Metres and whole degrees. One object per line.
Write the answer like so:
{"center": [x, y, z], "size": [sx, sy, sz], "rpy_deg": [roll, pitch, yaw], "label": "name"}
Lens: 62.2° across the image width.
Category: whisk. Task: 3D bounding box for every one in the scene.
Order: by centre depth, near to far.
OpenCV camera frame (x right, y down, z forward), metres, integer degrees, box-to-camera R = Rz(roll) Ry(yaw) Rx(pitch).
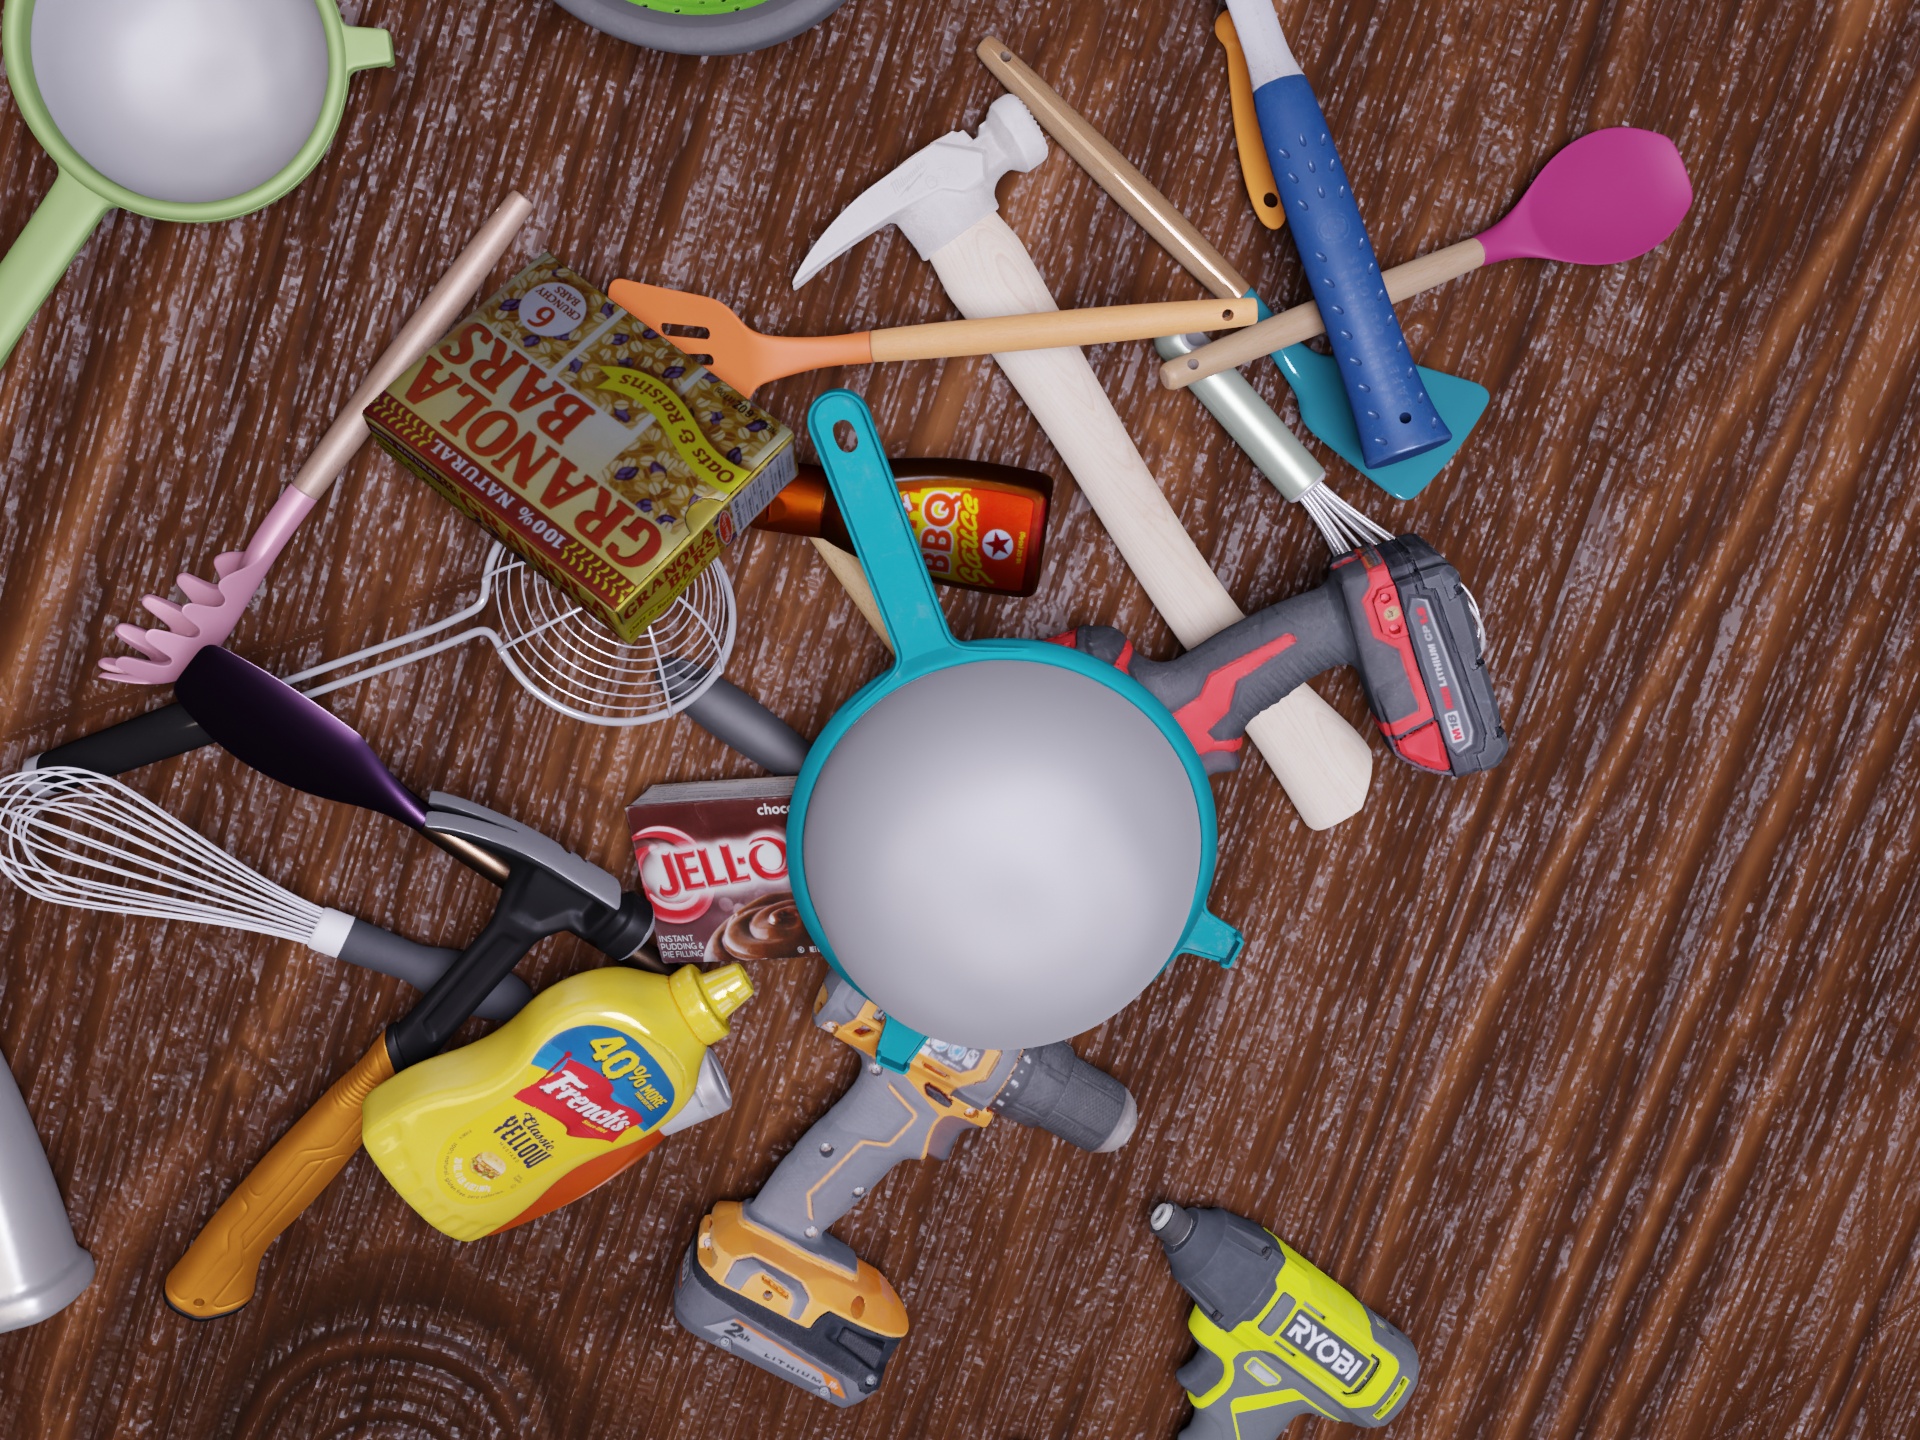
{"center": [-0.351, 0.095, 0.809], "size": [0.284, 0.070, 0.070], "rpy_deg": [25, 95, -19], "label": "whisk"}
{"center": [0.188, -0.117, 0.838], "size": [0.246, 0.059, 0.058], "rpy_deg": [47, 55, -5], "label": "whisk"}
{"center": [-0.059, 0.037, 0.839], "size": [0.239, 0.055, 0.055], "rpy_deg": [34, 94, -3], "label": "whisk"}

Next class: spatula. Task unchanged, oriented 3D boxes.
{"center": [-0.018, -0.188, 0.781], "size": [0.322, 0.041, 0.081], "rpy_deg": [-4, 111, 5], "label": "spatula"}
{"center": [-0.251, 0.066, 0.809], "size": [0.315, 0.018, 0.059], "rpy_deg": [37, 121, -20], "label": "spatula"}
{"center": [0.131, -0.240, 0.816], "size": [0.317, 0.044, 0.082], "rpy_deg": [42, 75, -7], "label": "spatula"}

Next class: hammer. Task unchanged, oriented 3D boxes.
{"center": [0.146, -0.318, 0.775], "size": [0.144, 0.035, 0.405], "rpy_deg": [-18, 87, -1], "label": "hammer"}
{"center": [-0.309, 0.185, 0.814], "size": [0.127, 0.034, 0.337], "rpy_deg": [36, 103, -27], "label": "hammer"}
{"center": [0.081, -0.109, 0.833], "size": [0.146, 0.038, 0.410], "rpy_deg": [-34, 99, 2], "label": "hammer"}

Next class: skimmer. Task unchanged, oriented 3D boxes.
{"center": [-0.297, -0.020, 0.817], "size": [0.363, 0.090, 0.127], "rpy_deg": [-18, 79, 9], "label": "skimmer"}

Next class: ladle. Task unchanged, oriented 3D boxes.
{"center": [-0.001, -0.003, 0.837], "size": [0.031, 0.069, 0.315], "rpy_deg": [-35, 93, 29], "label": "ladle"}

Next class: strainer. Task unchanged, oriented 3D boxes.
{"center": [0.000, 0.017, 0.721], "size": [0.211, 0.095, 0.340], "rpy_deg": [-19, 108, 5], "label": "strainer"}
{"center": [-0.393, -0.268, 0.760], "size": [0.151, 0.069, 0.256], "rpy_deg": [36, 94, -10], "label": "strainer"}

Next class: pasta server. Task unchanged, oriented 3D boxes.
{"center": [-0.320, -0.141, 0.798], "size": [0.040, 0.060, 0.316], "rpy_deg": [37, 91, -34], "label": "pasta server"}

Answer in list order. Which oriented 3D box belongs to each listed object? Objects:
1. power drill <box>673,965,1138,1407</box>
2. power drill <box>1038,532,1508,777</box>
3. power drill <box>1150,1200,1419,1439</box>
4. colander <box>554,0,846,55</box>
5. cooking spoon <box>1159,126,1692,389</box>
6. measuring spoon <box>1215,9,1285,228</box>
{"center": [-0.028, 0.245, 0.853], "size": [0.185, 0.084, 0.226], "rpy_deg": [30, 90, -9], "label": "power drill"}
{"center": [0.149, 0.000, 0.800], "size": [0.219, 0.078, 0.143], "rpy_deg": [-18, 104, 11], "label": "power drill"}
{"center": [0.123, 0.388, 0.884], "size": [0.171, 0.080, 0.223], "rpy_deg": [38, 89, -9], "label": "power drill"}
{"center": [-0.041, -0.405, 0.752], "size": [0.397, 0.094, 0.204], "rpy_deg": [3, 97, -3], "label": "colander"}
{"center": [0.242, -0.231, 0.813], "size": [0.319, 0.017, 0.069], "rpy_deg": [-24, 94, -12], "label": "cooking spoon"}
{"center": [0.151, -0.309, 0.814], "size": [0.021, 0.011, 0.117], "rpy_deg": [-11, 88, -7], "label": "measuring spoon"}
